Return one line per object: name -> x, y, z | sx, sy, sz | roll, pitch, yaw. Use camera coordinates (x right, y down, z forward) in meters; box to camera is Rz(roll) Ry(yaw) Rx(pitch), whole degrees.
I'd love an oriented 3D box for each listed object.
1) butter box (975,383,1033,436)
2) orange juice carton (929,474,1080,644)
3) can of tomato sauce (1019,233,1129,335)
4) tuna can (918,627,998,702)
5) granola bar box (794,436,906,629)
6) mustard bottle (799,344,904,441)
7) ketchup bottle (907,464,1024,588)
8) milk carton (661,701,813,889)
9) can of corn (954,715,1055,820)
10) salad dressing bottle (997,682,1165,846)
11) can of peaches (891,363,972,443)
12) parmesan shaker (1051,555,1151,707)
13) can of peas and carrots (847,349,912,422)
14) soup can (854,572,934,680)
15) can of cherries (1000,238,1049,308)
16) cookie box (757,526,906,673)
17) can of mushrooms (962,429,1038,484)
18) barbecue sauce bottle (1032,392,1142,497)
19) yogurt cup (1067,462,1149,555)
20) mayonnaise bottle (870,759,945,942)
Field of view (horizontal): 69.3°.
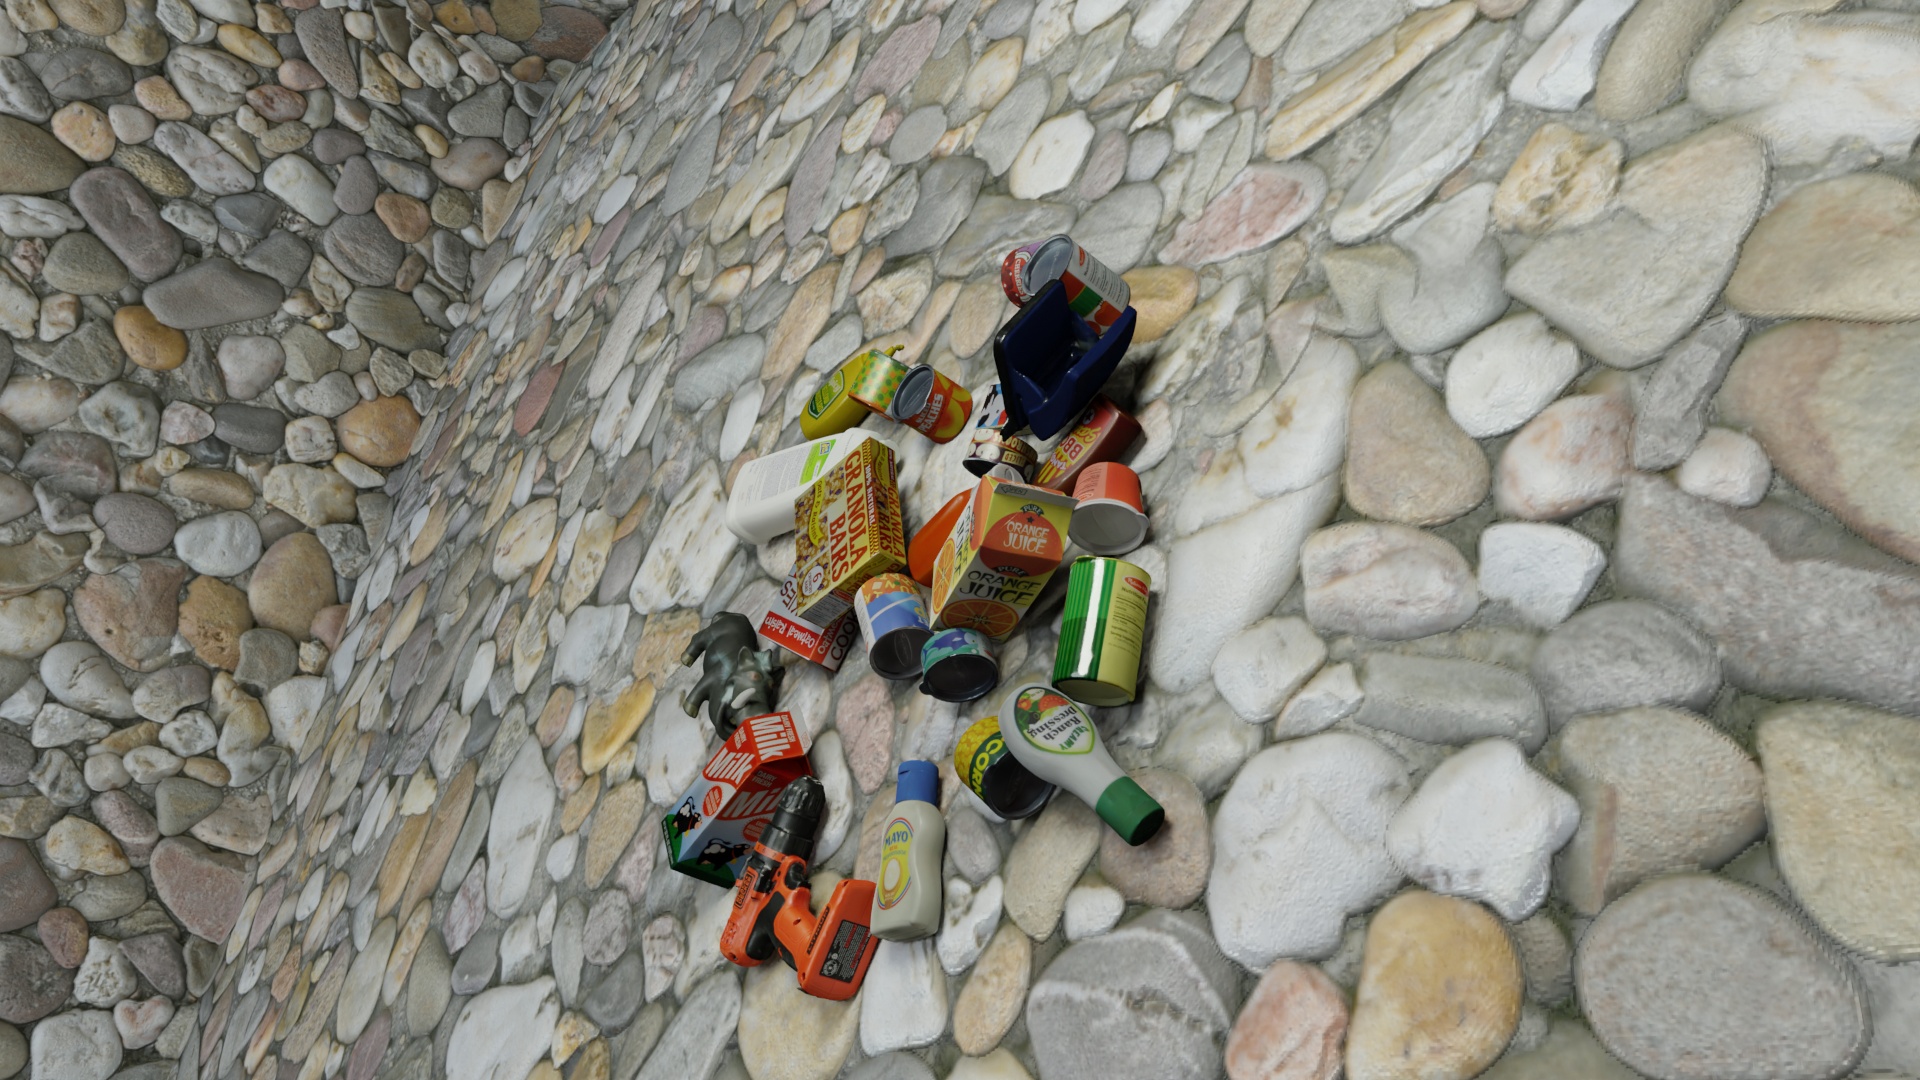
butter box -> 0.061, -0.130, 1.359 | 0.103, 0.024, 0.053 | -2, 64, 52
orange juice carton -> 0.035, 0.009, 1.179 | 0.191, 0.072, 0.073 | 120, 158, -54
can of tomato sauce -> 0.109, -0.242, 1.327 | 0.071, 0.083, 0.071 | -32, 43, 35
tuna can -> -0.004, 0.110, 1.222 | 0.071, 0.071, 0.033 | -41, 37, 27
granola bar box -> -0.114, -0.009, 1.411 | 0.123, 0.039, 0.166 | -38, 39, 28
mustard bottle -> -0.122, -0.177, 1.610 | 0.159, 0.049, 0.065 | -43, 39, 24
ketchup bottle -> 0.005, -0.016, 1.303 | 0.148, 0.043, 0.065 | -45, 35, 42
milk carton -> -0.211, 0.249, 1.383 | 0.190, 0.073, 0.072 | -51, 35, 13
can of corn -> 0.034, 0.182, 1.118 | 0.071, 0.071, 0.058 | -60, 33, 1
salad dressing bottle -> 0.090, 0.168, 1.043 | 0.148, 0.064, 0.043 | 41, 144, 35
can of peaches -> -0.029, -0.141, 1.454 | 0.071, 0.058, 0.071 | -31, 43, 35
parmesan shaker -> 0.110, 0.072, 1.100 | 0.071, 0.071, 0.103 | -16, 53, 46
can of peas and carrots -> -0.086, -0.172, 1.541 | 0.071, 0.071, 0.059 | 24, 86, 56
soup can -> -0.059, 0.081, 1.323 | 0.071, 0.071, 0.084 | -47, 35, 19
can of cherries -> 0.081, -0.267, 1.394 | 0.058, 0.071, 0.071 | -2, 64, 52
cookie box -> -0.136, 0.046, 1.470 | 0.123, 0.040, 0.167 | 16, 77, 55
can of mushrooms -> 0.039, -0.077, 1.309 | 0.071, 0.071, 0.033 | 2, 66, 53
barbecue sauce bottle -> 0.098, -0.059, 1.239 | 0.148, 0.043, 0.065 | -52, 26, 12
yogurt cup -> 0.123, -0.029, 1.168 | 0.072, 0.072, 0.054 | -30, 36, 37
mayonnaise bottle -> -0.042, 0.262, 1.182 | 0.064, 0.041, 0.149 | -28, 46, 40
